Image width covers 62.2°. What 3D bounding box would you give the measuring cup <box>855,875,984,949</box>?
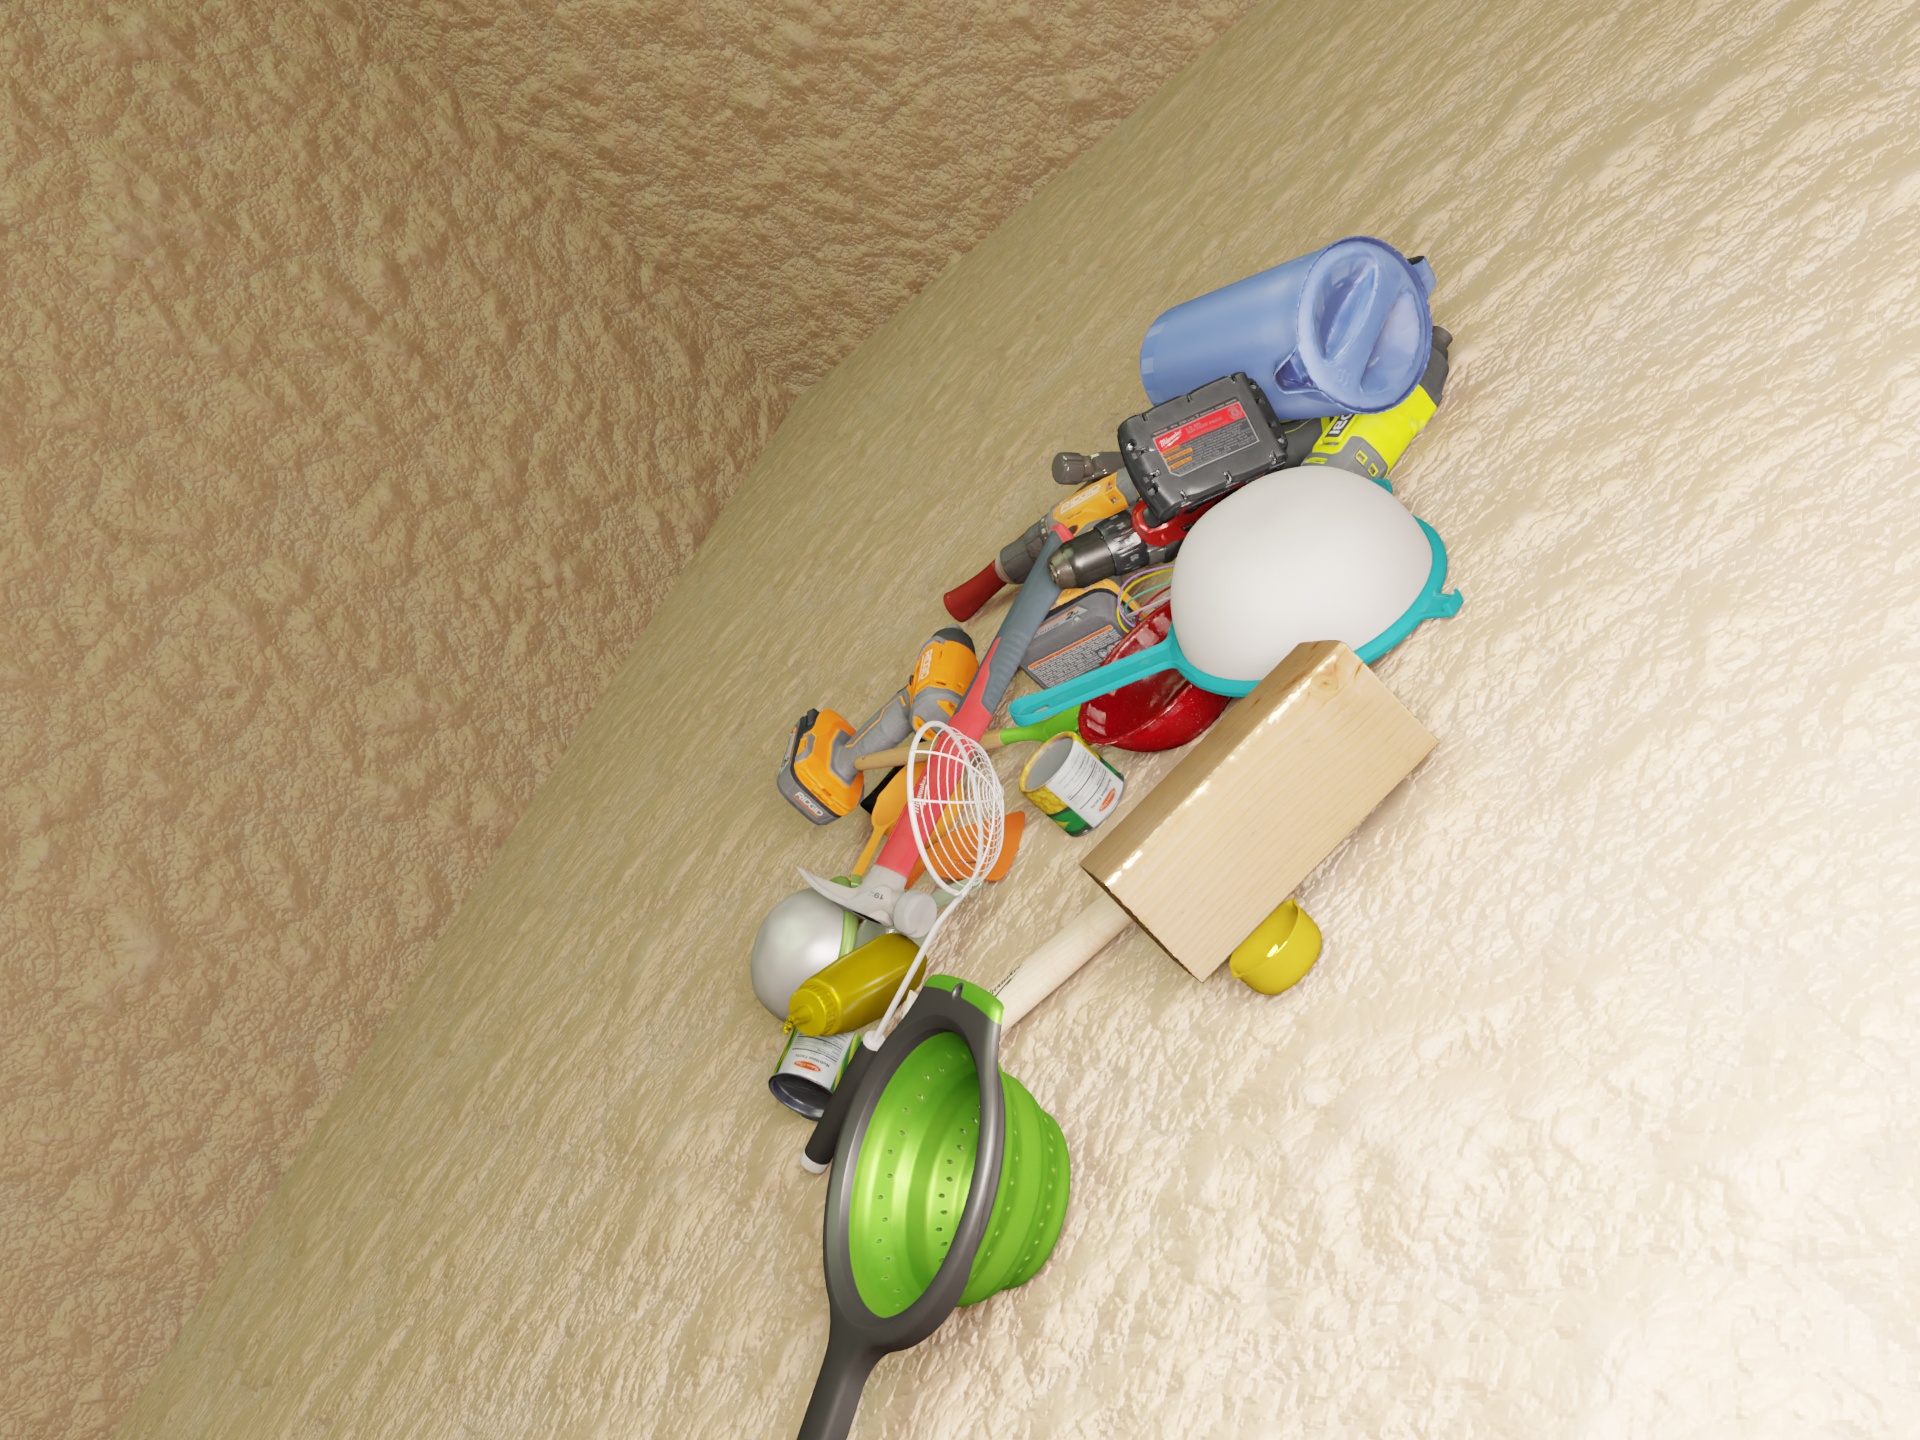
[{"bbox_3d":[-0.027,0.171,1.356,0.167,0.038,0.083,-29,28,40],"label":"measuring cup"}]

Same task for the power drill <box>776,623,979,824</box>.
[{"bbox_3d":[-0.074,-0.005,1.614,0.226,0.084,0.164,-33,26,26],"label":"power drill"}]

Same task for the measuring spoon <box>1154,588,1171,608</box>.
[{"bbox_3d":[0.221,-0.132,1.401,0.124,0.018,0.034,-38,14,25],"label":"measuring spoon"}]

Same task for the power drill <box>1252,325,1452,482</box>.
[{"bbox_3d":[0.314,-0.263,1.370,0.171,0.080,0.223,-53,24,-8],"label":"power drill"}]

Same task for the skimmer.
[{"bbox_3d":[-0.063,0.177,1.203,0.363,0.090,0.127,-64,-16,16],"label":"skimmer"}]

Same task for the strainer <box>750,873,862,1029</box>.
[{"bbox_3d":[-0.168,0.211,1.471,0.256,0.069,0.151,166,117,-67],"label":"strainer"}]

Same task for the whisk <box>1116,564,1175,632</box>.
[{"bbox_3d":[0.231,-0.121,1.307,0.245,0.051,0.047,-20,45,36],"label":"whisk"}]

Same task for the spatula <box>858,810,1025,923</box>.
[{"bbox_3d":[-0.061,0.166,1.461,0.322,0.041,0.081,-37,22,41],"label":"spatula"}]

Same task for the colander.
[{"bbox_3d":[-0.025,0.359,0.962,0.204,0.094,0.397,5,74,66],"label":"colander"}]

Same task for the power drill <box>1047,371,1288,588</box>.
[{"bbox_3d":[0.162,-0.178,1.285,0.188,0.080,0.226,-24,-11,-4],"label":"power drill"}]

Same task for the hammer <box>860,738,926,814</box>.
[{"bbox_3d":[0.015,-0.030,1.634,0.335,0.035,0.146,-49,20,2],"label":"hammer"}]

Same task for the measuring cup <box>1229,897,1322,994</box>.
[{"bbox_3d":[0.179,0.143,1.002,0.062,0.029,0.156,-50,7,-14],"label":"measuring cup"}]

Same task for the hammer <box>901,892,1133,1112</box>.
[{"bbox_3d":[0.104,0.136,1.143,0.410,0.038,0.146,-42,20,18],"label":"hammer"}]

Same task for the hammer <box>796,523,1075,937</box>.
[{"bbox_3d":[-0.002,-0.004,1.381,0.143,0.038,0.386,15,71,41],"label":"hammer"}]

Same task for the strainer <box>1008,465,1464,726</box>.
[{"bbox_3d":[0.177,-0.094,1.164,0.340,0.095,0.211,-23,32,12],"label":"strainer"}]

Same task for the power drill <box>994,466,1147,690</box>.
[{"bbox_3d":[0.100,-0.128,1.505,0.185,0.084,0.226,-26,37,33],"label":"power drill"}]

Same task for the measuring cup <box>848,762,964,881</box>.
[{"bbox_3d":[-0.055,0.114,1.497,0.095,0.052,0.174,-16,40,57],"label":"measuring cup"}]

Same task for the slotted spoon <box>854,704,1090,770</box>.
[{"bbox_3d":[0.021,0.018,1.449,0.314,0.031,0.070,-11,39,38],"label":"slotted spoon"}]

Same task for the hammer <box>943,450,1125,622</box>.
[{"bbox_3d":[0.088,-0.192,1.707,0.359,0.149,0.037,-37,59,56],"label":"hammer"}]
